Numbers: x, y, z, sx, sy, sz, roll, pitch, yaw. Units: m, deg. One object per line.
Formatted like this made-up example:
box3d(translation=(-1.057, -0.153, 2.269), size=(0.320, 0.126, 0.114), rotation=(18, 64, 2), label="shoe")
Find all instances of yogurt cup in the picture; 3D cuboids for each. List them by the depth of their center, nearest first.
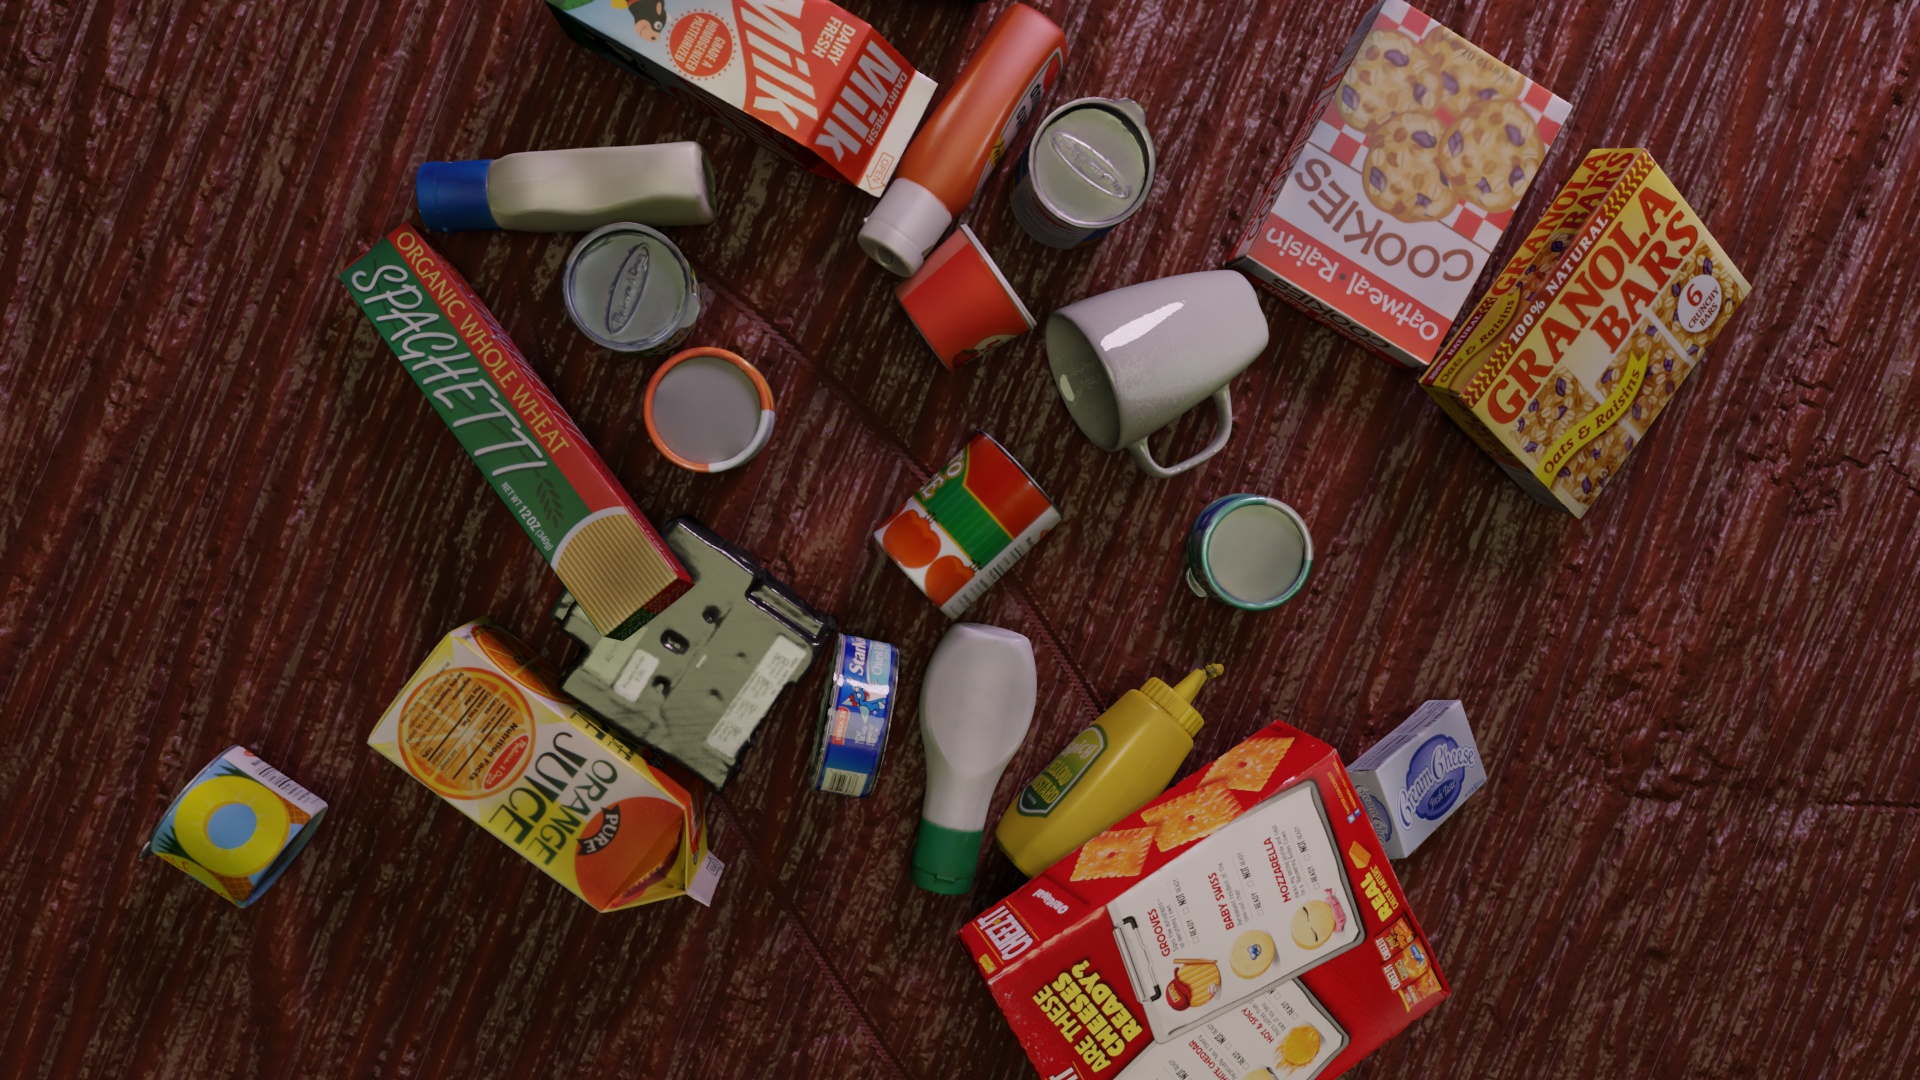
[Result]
box3d(translation=(0.001, -0.129, 0.752), size=(0.054, 0.072, 0.072), rotation=(-35, 96, 6), label="yogurt cup")

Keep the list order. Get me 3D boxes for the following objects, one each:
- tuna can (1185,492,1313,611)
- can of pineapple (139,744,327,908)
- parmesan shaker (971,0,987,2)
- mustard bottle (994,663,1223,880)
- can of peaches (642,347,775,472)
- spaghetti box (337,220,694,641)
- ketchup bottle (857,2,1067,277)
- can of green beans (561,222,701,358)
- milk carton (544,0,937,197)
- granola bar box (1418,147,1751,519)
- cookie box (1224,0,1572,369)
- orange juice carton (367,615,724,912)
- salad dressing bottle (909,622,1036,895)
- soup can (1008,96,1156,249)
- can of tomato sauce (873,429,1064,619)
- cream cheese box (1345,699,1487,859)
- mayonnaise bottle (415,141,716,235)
box3d(translation=(0.162, 0.008, 0.789), size=(0.071, 0.033, 0.071), rotation=(0, 93, -5), label="tuna can")
box3d(translation=(-0.381, 0.152, 0.732), size=(0.058, 0.071, 0.071), rotation=(36, 90, -7), label="can of pineapple")
box3d(translation=(-0.032, -0.324, 0.736), size=(0.103, 0.071, 0.071), rotation=(7, 93, -6), label="parmesan shaker")
box3d(translation=(0.088, 0.124, 0.777), size=(0.160, 0.065, 0.048), rotation=(-46, 105, -6), label="mustard bottle")
box3d(translation=(-0.136, -0.071, 0.745), size=(0.071, 0.058, 0.071), rotation=(0, 94, -5), label="can of peaches")
box3d(translation=(-0.232, -0.059, 0.719), size=(0.050, 0.028, 0.250), rotation=(-39, 80, -1), label="spaghetti box")
box3d(translation=(0.000, -0.209, 0.736), size=(0.043, 0.064, 0.149), rotation=(34, 82, 0), label="ketchup bottle")
box3d(translation=(-0.173, -0.131, 0.738), size=(0.071, 0.058, 0.071), rotation=(0, 94, -5), label="can of green beans")
box3d(translation=(-0.111, -0.256, 0.728), size=(0.190, 0.073, 0.072), rotation=(27, 92, -7), label="milk carton")
box3d(translation=(0.350, -0.115, 0.777), size=(0.124, 0.039, 0.165), rotation=(37, 90, -26), label="granola bar box")
box3d(translation=(0.244, -0.198, 0.780), size=(0.123, 0.040, 0.167), rotation=(29, 90, -7), label="cookie box")
box3d(translation=(-0.207, 0.129, 0.744), size=(0.192, 0.072, 0.073), rotation=(38, 90, -6), label="orange juice carton")
box3d(translation=(0.003, 0.122, 0.777), size=(0.064, 0.044, 0.147), rotation=(11, 94, -6), label="salad dressing bottle")
box3d(translation=(0.065, -0.195, 0.742), size=(0.071, 0.084, 0.071), rotation=(0, 94, -5), label="soup can")
box3d(translation=(0.003, -0.009, 0.758), size=(0.083, 0.071, 0.071), rotation=(-43, 96, 0), label="can of tomato sauce")
box3d(translation=(0.257, 0.133, 0.782), size=(0.104, 0.024, 0.053), rotation=(-24, 95, -42), label="cream cheese box")
box3d(translation=(-0.206, -0.184, 0.731), size=(0.148, 0.065, 0.041), rotation=(-3, 91, -1), label="mayonnaise bottle")
